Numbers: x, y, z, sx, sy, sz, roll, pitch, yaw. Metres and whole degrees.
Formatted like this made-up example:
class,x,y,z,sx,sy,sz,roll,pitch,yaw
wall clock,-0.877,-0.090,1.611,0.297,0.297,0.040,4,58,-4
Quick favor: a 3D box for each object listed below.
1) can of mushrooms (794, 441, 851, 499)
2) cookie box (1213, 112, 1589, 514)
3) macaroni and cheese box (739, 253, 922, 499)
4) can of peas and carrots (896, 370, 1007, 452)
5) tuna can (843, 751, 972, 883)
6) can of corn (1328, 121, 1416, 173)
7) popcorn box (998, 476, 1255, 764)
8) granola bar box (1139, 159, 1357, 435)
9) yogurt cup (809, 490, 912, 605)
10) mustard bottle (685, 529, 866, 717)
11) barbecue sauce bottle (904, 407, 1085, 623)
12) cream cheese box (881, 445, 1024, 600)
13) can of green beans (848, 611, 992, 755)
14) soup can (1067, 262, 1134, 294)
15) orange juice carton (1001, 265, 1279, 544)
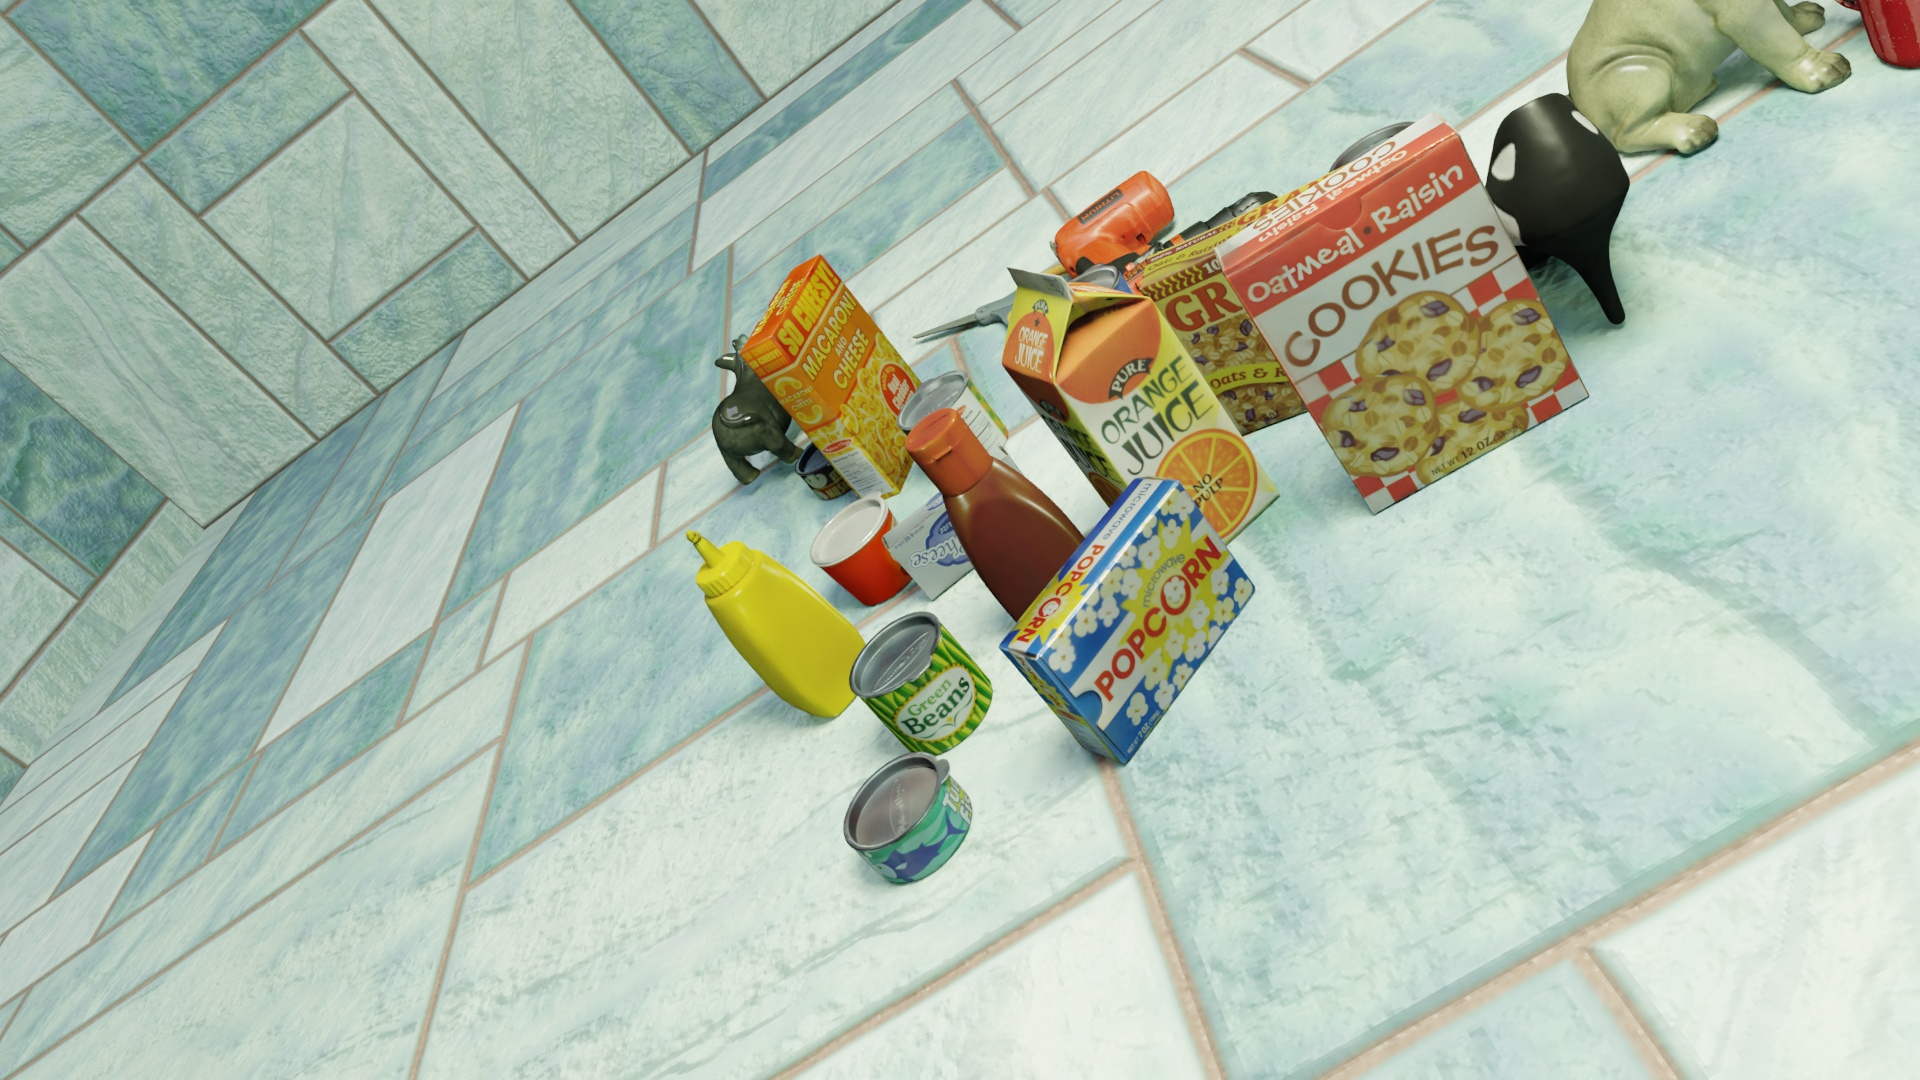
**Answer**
class,x,y,z,sx,sy,sz,roll,pitch,yaw
can of mushrooms,-0.105,-0.068,1.186,0.071,0.033,0.071,-30,28,18
cookie box,0.222,-0.109,0.699,0.123,0.167,0.040,-31,28,16
macaroni and cheese box,-0.095,-0.129,1.121,0.040,0.166,0.124,-21,32,32
can of peas and carrots,-0.006,-0.088,1.069,0.071,0.058,0.071,-30,28,18
tuna can,-0.026,0.150,0.758,0.071,0.032,0.071,-30,28,18
can of corn,0.290,-0.235,0.927,0.071,0.058,0.071,-30,28,18
popcorn box,0.089,0.040,0.726,0.127,0.085,0.038,-50,29,-20
granola bar box,0.208,-0.143,0.815,0.165,0.124,0.039,-21,32,32
yogurt cup,-0.066,0.010,0.998,0.072,0.054,0.073,-30,28,18
mustard bottle,-0.124,0.046,0.897,0.048,0.160,0.065,-3,44,50
barbecue sauce bottle,0.024,-0.012,0.816,0.065,0.148,0.044,-34,27,10
cream cheese box,0.003,-0.012,0.945,0.104,0.053,0.024,-39,27,1
can of green beans,-0.023,0.085,0.824,0.071,0.057,0.071,-30,28,18
soup can,0.106,-0.144,0.986,0.071,0.083,0.072,-30,28,18
orange juice carton,0.092,-0.078,0.784,0.073,0.192,0.072,-42,27,-6
